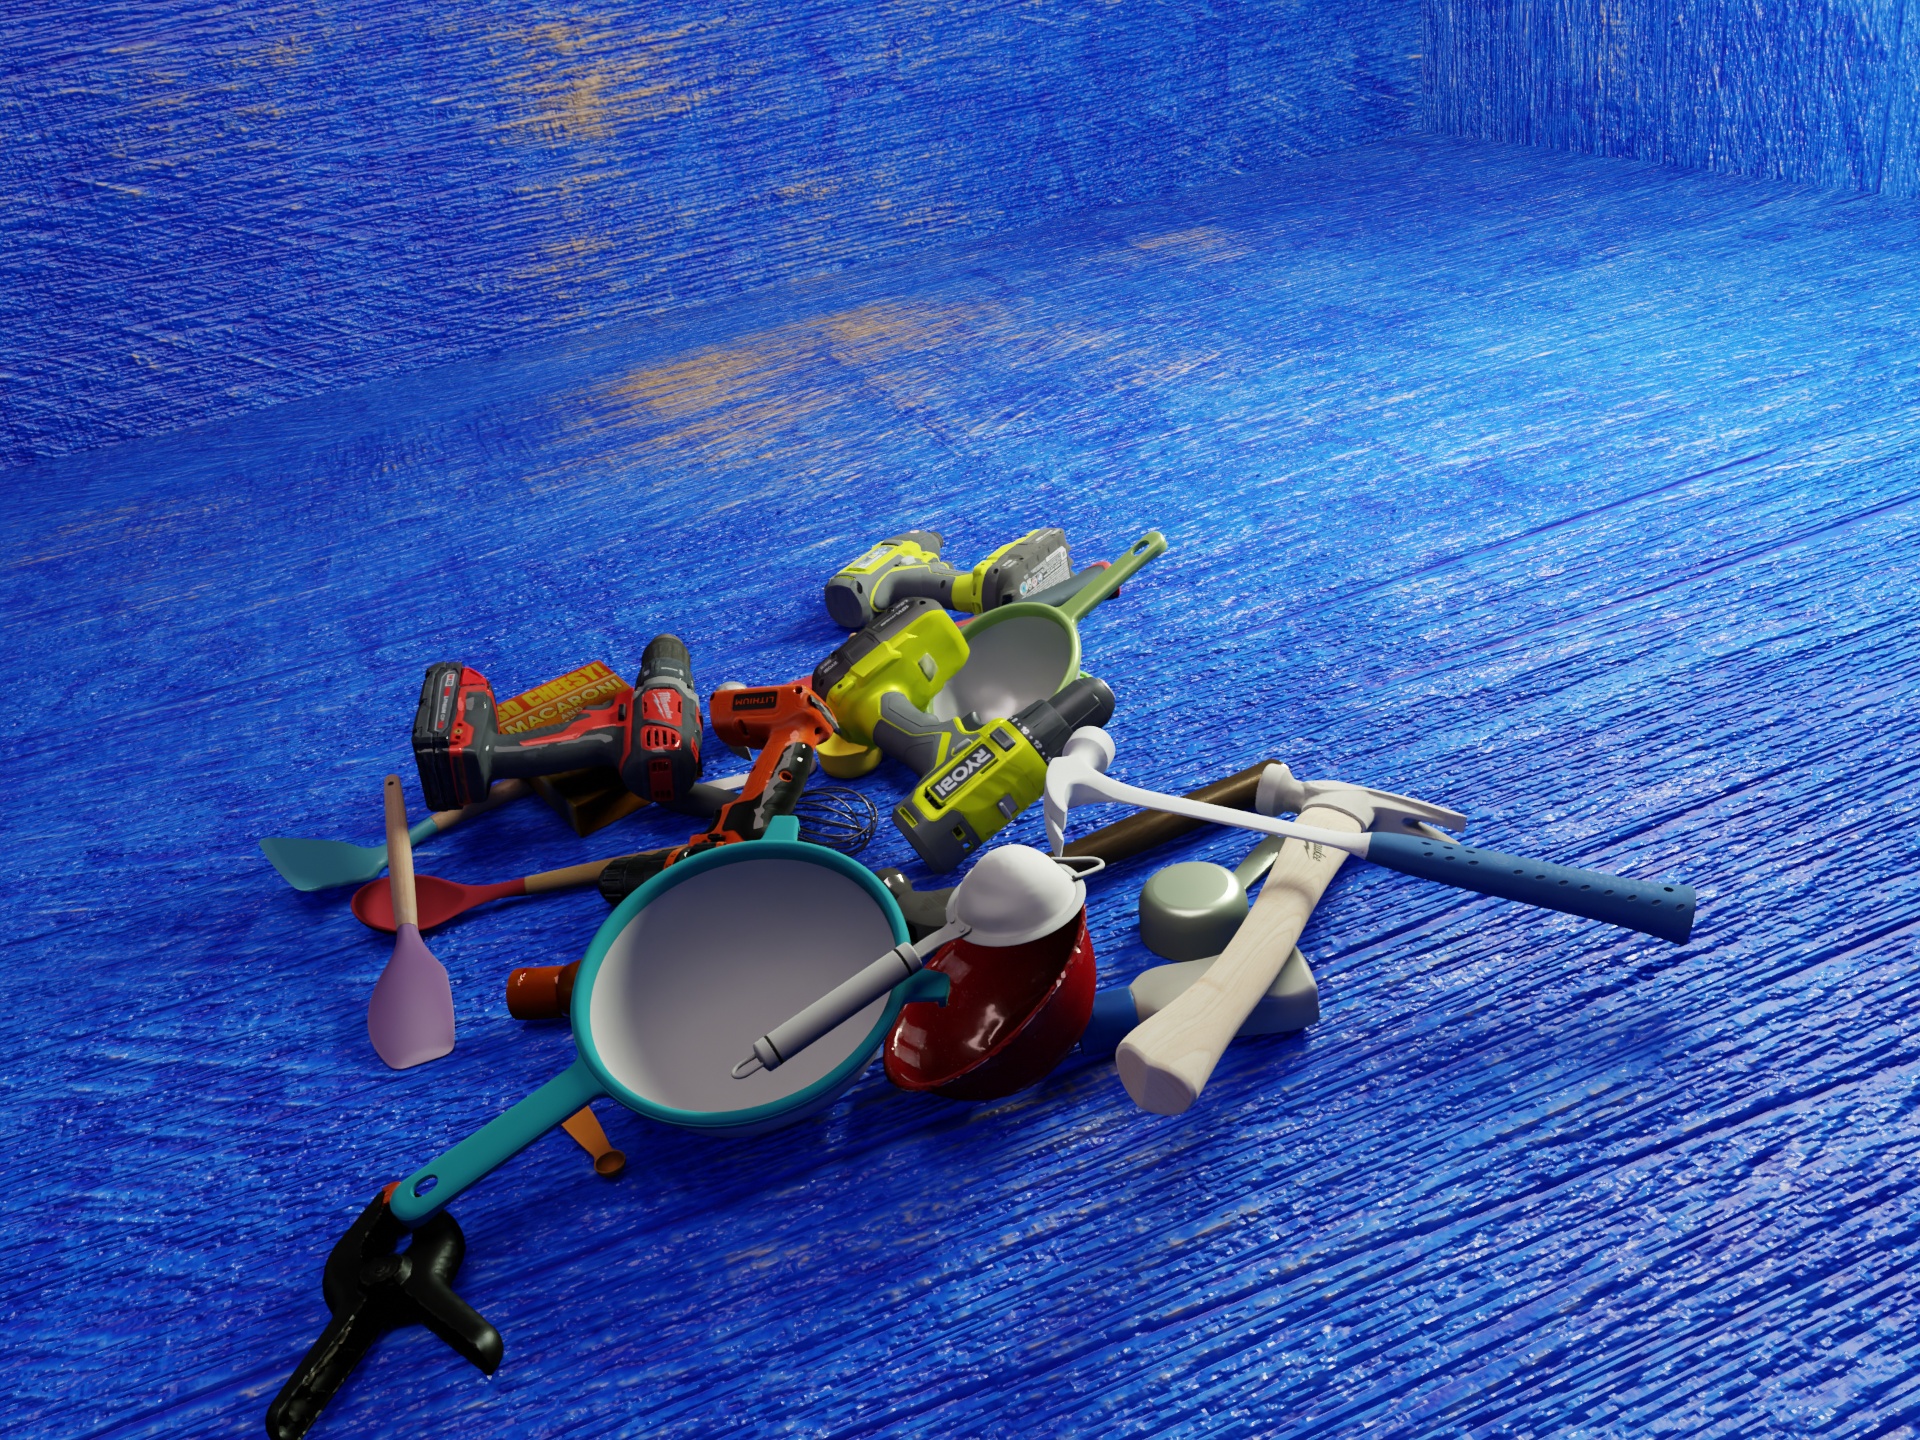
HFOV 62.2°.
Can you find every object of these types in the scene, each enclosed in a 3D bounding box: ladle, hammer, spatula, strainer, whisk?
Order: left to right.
[{"bbox_3d":[-0.424,0.142,1.207,0.060,0.018,0.316,-16,41,-11],"label":"spatula"},{"bbox_3d":[-0.431,0.071,1.369,0.317,0.044,0.082,-28,45,-32],"label":"spatula"},{"bbox_3d":[-0.316,0.124,1.254,0.315,0.031,0.069,-11,36,-5],"label":"ladle"},{"bbox_3d":[-0.179,0.216,0.978,0.340,0.095,0.211,-33,49,-19],"label":"strainer"},{"bbox_3d":[-0.162,0.071,1.285,0.239,0.055,0.055,6,32,34],"label":"whisk"},{"bbox_3d":[-0.024,0.135,0.934,0.258,0.050,0.087,-32,33,-16],"label":"strainer"},{"bbox_3d":[-0.033,-0.060,1.429,0.386,0.038,0.143,-20,20,-8],"label":"hammer"},{"bbox_3d":[0.085,-0.057,1.349,0.256,0.069,0.152,-41,42,-3],"label":"strainer"},{"bbox_3d":[0.105,0.093,1.158,0.331,0.031,0.130,-19,26,-22],"label":"hammer"},{"bbox_3d":[0.204,0.127,0.985,0.146,0.038,0.410,14,25,23],"label":"hammer"},{"bbox_3d":[0.247,0.081,1.009,0.405,0.035,0.144,12,25,15],"label":"hammer"}]

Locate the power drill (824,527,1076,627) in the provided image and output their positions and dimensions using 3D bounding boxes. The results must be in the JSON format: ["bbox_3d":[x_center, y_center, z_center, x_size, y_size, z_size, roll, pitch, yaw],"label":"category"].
[{"bbox_3d":[-0.004,-0.147,1.604,0.223,0.080,0.171,7,33,35],"label":"power drill"}]

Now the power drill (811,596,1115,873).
[{"bbox_3d":[-0.002,-0.004,1.258,0.190,0.080,0.229,-39,44,-6],"label":"power drill"}]

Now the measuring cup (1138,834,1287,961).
[{"bbox_3d":[0.188,0.106,1.113,0.083,0.038,0.167,16,39,39],"label":"measuring cup"}]

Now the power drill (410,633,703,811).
[{"bbox_3d":[-0.330,-0.005,1.338,0.226,0.080,0.188,-3,39,-7],"label":"power drill"}]

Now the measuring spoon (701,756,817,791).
[{"bbox_3d":[-0.185,0.045,1.364,0.124,0.018,0.034,-14,29,-5],"label":"measuring spoon"}]

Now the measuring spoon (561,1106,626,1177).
[{"bbox_3d":[-0.238,0.258,1.004,0.021,0.011,0.117,-25,28,-26],"label":"measuring spoon"}]

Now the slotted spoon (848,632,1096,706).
[{"bbox_3d":[0.006,-0.049,1.470,0.314,0.031,0.070,16,41,41],"label":"slotted spoon"}]

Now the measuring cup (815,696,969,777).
[{"bbox_3d":[-0.053,0.011,1.380,0.156,0.029,0.062,-22,30,-26],"label":"measuring cup"}]

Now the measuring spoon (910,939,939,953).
[{"bbox_3d":[-0.031,0.165,1.104,0.128,0.021,0.042,1,16,1],"label":"measuring spoon"}]
